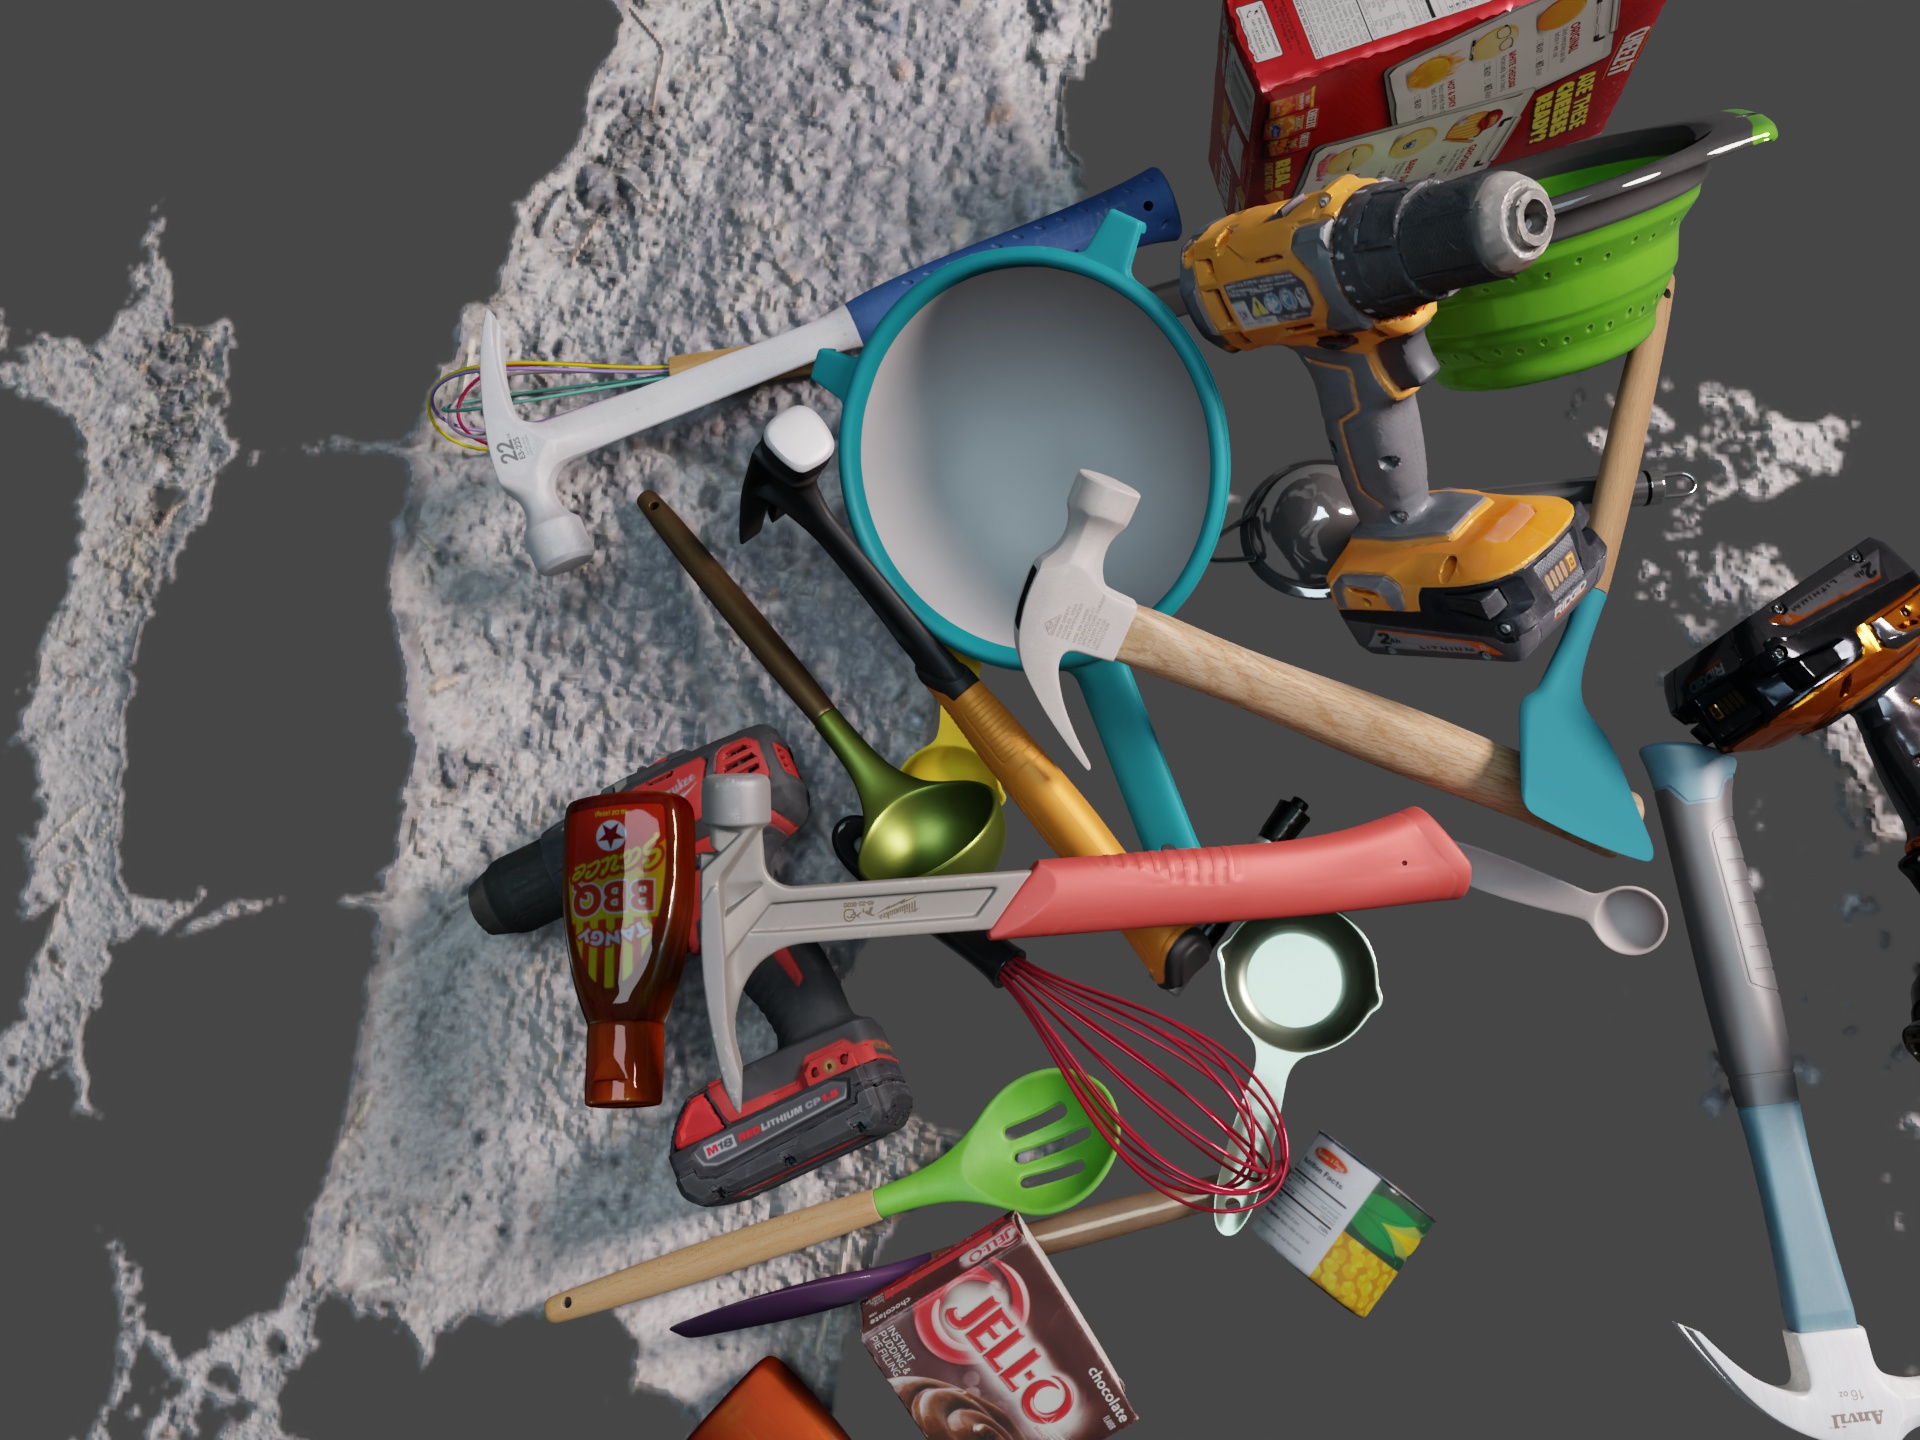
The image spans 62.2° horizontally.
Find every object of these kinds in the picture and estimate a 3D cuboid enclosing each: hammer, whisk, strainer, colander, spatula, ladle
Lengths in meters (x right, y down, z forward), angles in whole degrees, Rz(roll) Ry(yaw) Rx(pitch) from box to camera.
[{"bbox_3d":[0.061,0.090,0.735,0.359,0.037,0.149,-3,91,-9],"label":"hammer"},{"bbox_3d":[-0.187,-0.194,0.923,0.245,0.051,0.047,-8,97,2],"label":"whisk"},{"bbox_3d":[0.072,-0.078,0.836,0.211,0.095,0.340,-18,97,29],"label":"strainer"},{"bbox_3d":[0.385,0.170,0.762,0.128,0.033,0.331,-9,76,5],"label":"hammer"},{"bbox_3d":[0.214,-0.213,0.840,0.397,0.204,0.094,-11,111,21],"label":"colander"},{"bbox_3d":[0.181,-0.001,0.771,0.331,0.031,0.130,21,106,-10],"label":"hammer"},{"bbox_3d":[0.039,0.134,0.787,0.296,0.073,0.073,37,84,28],"label":"whisk"},{"bbox_3d":[0.259,-0.114,0.842,0.258,0.050,0.087,-6,67,3],"label":"strainer"},{"bbox_3d":[0.011,0.263,0.786,0.316,0.059,0.018,-14,61,-1],"label":"spatula"},{"bbox_3d":[-0.072,-0.222,0.887,0.405,0.035,0.144,-23,89,-4],"label":"hammer"},{"bbox_3d":[0.005,-0.002,0.801,0.034,0.127,0.337,-38,87,-19],"label":"hammer"},{"bbox_3d":[0.331,-0.089,0.797,0.082,0.044,0.318,21,76,-19],"label":"spatula"},{"bbox_3d":[-0.087,-0.025,0.836,0.078,0.062,0.320,-35,64,-12],"label":"ladle"}]

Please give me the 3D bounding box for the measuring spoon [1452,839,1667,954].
[{"bbox_3d":[0.290,0.082,0.795,0.124,0.018,0.034,20,110,28],"label":"measuring spoon"}]

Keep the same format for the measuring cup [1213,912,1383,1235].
[{"bbox_3d":[0.155,0.171,0.791,0.083,0.038,0.167,17,82,11],"label":"measuring cup"}]

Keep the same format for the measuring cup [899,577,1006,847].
[{"bbox_3d":[-0.001,-0.003,0.862,0.062,0.029,0.157,5,67,4],"label":"measuring cup"}]

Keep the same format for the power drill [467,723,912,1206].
[{"bbox_3d":[-0.141,0.132,0.821,0.188,0.080,0.227,-25,72,1],"label":"power drill"}]

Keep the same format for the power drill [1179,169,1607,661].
[{"bbox_3d":[0.211,-0.137,0.714,0.084,0.185,0.226,-41,113,-22],"label":"power drill"}]

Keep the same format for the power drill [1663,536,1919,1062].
[{"bbox_3d":[0.440,0.042,0.740,0.164,0.084,0.227,-29,75,-22],"label":"power drill"}]

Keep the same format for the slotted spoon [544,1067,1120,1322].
[{"bbox_3d":[-0.066,0.251,0.807,0.314,0.031,0.070,-20,60,5],"label":"slotted spoon"}]
